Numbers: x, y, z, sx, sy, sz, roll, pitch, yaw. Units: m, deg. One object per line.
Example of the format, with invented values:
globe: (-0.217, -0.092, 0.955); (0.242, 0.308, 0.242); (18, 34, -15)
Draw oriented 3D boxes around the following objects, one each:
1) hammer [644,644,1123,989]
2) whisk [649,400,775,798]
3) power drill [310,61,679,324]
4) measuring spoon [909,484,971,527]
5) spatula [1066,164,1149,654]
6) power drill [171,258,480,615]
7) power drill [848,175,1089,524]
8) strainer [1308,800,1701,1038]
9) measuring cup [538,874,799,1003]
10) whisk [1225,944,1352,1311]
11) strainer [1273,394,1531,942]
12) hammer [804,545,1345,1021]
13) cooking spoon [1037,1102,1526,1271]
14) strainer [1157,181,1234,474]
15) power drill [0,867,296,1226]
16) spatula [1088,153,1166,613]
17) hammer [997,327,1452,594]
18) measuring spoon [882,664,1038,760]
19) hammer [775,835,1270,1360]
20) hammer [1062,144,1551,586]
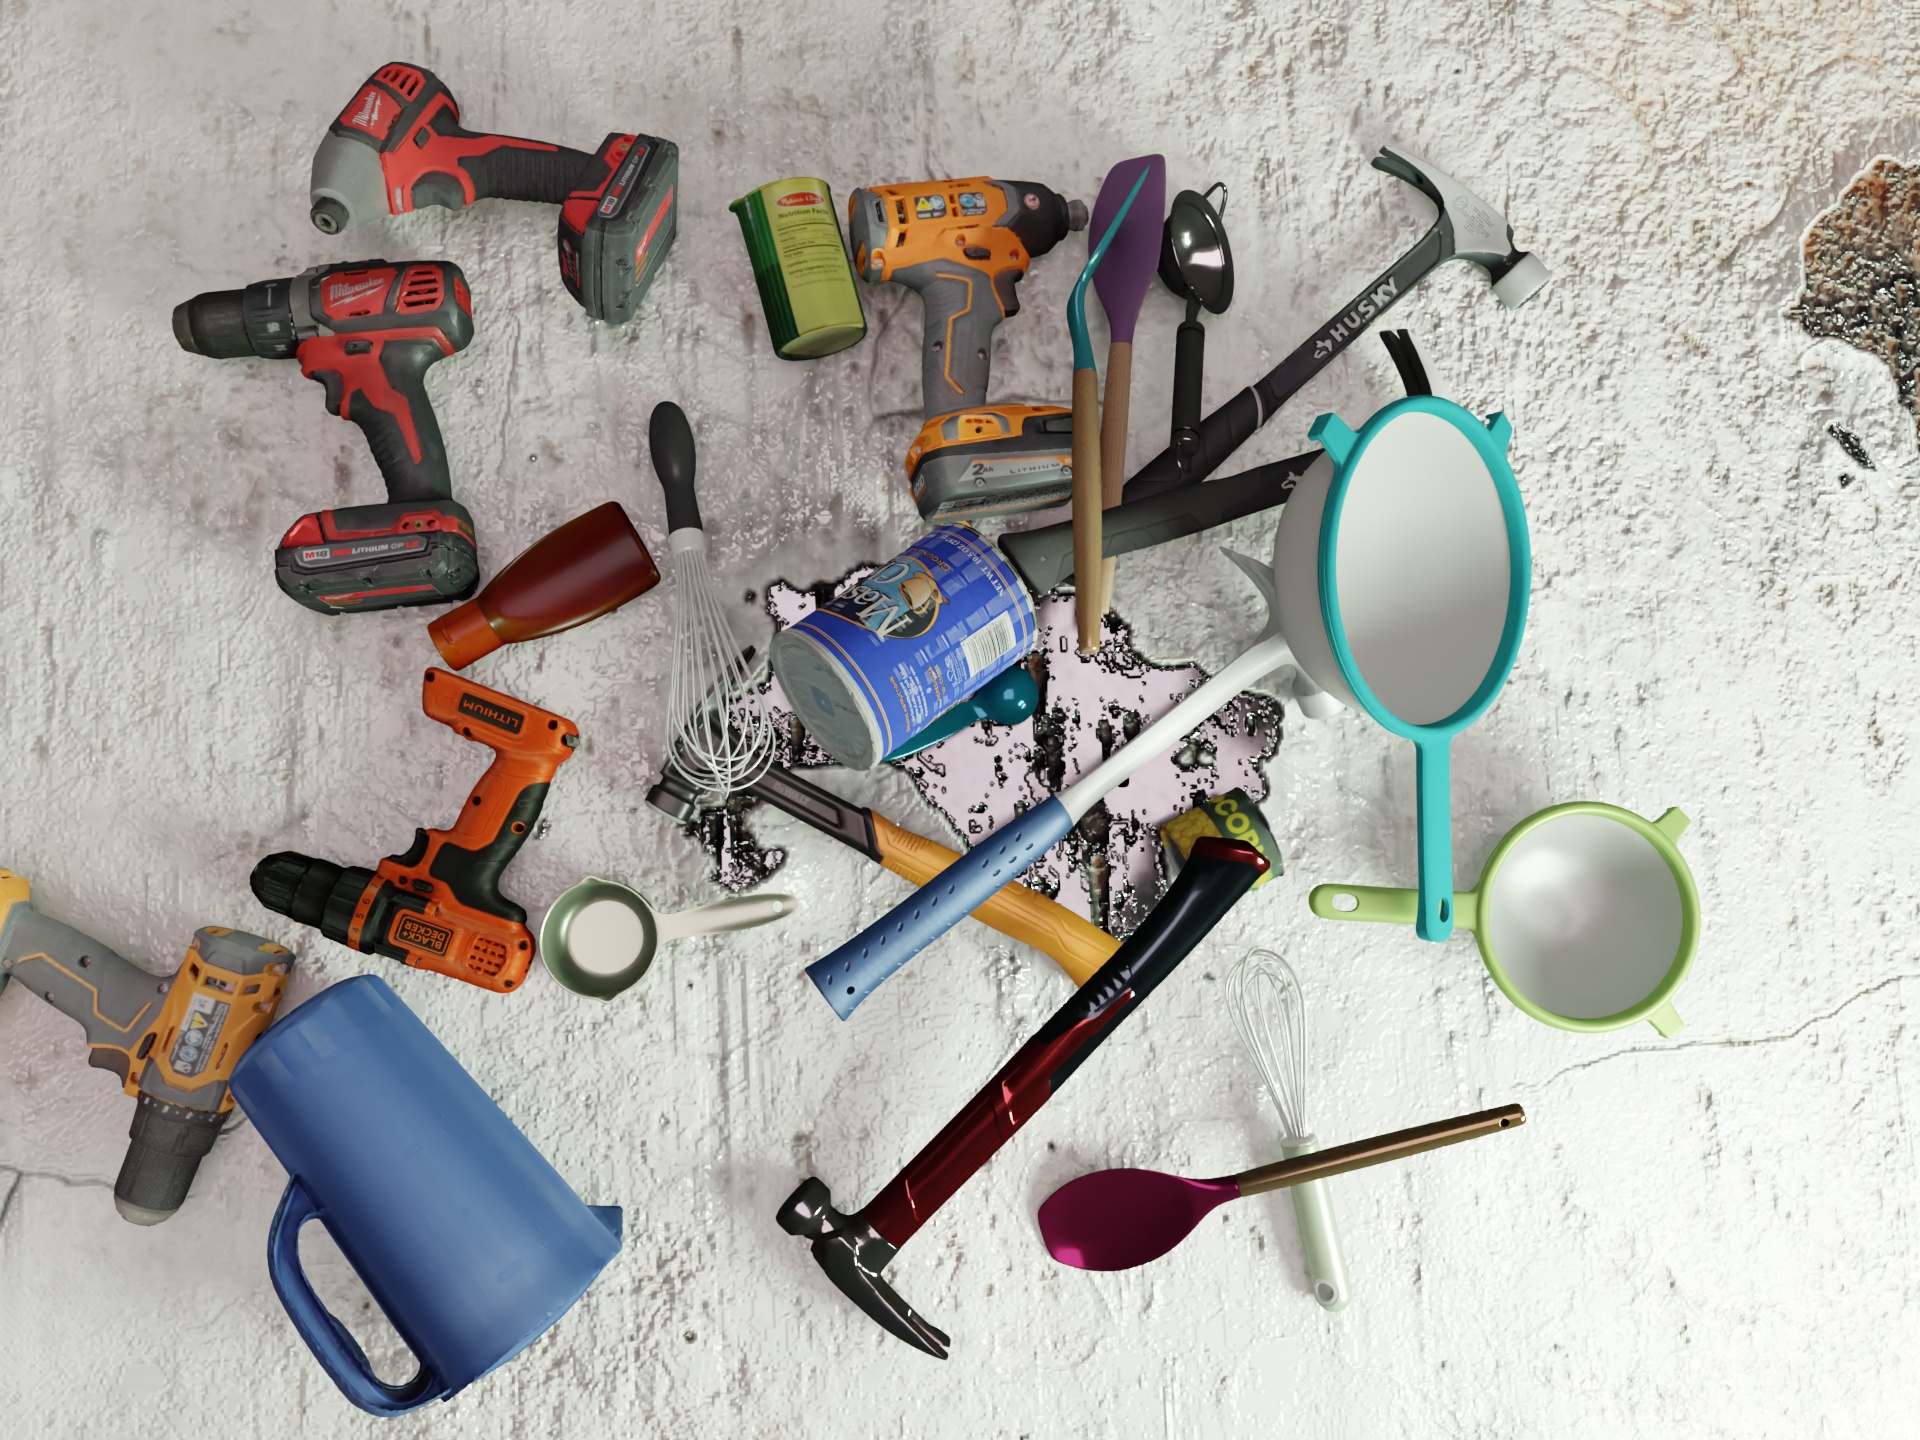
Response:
hammer: (-0.033, 0.080, 1.055); (0.337, 0.034, 0.127); (29, 85, -1)
whisk: (-0.172, -0.084, 1.031); (0.070, 0.070, 0.285); (-10, 69, -5)
power drill: (-0.305, -0.344, 1.034); (0.219, 0.078, 0.143); (17, 55, 0)
measuring spoon: (0.006, -0.119, 1.089); (0.021, 0.011, 0.117); (-42, 92, -19)
spatula: (0.089, -0.194, 0.998); (0.044, 0.082, 0.318); (4, 75, -11)
power drill: (-0.408, -0.188, 1.035); (0.188, 0.080, 0.227); (-7, 82, -5)
power drill: (0.024, -0.257, 1.066); (0.164, 0.084, 0.226); (-10, 82, -12)
strainer: (0.354, 0.126, 1.061); (0.256, 0.069, 0.151); (4, 86, -1)
measuring cup: (-0.188, 0.134, 1.039); (0.167, 0.038, 0.083); (-10, 85, -7)
whisk: (0.222, 0.270, 1.052); (0.058, 0.059, 0.246); (-13, 89, 39)
strainer: (0.268, -0.031, 1.014); (0.211, 0.095, 0.340); (-9, 99, -38)
hammer: (0.071, 0.047, 1.019); (0.405, 0.035, 0.144); (-37, 120, -10)
cooking spoon: (0.204, 0.294, 1.025); (0.319, 0.017, 0.069); (-17, 93, 10)
strainer: (0.151, -0.262, 1.058); (0.050, 0.086, 0.259); (-17, 50, 33)
power drill: (-0.554, 0.197, 0.988); (0.226, 0.084, 0.185); (20, 85, -6)
spatula: (0.104, -0.227, 1.070); (0.060, 0.018, 0.316); (0, 82, 37)
hammer: (0.182, -0.154, 1.047); (0.334, 0.035, 0.146); (-17, 105, -14)
measuring spoon: (-0.002, -0.003, 1.053); (0.128, 0.021, 0.042); (-24, 83, -23)
hammer: (0.063, 0.230, 1.011); (0.143, 0.038, 0.386); (44, 95, 0)
hammer: (0.214, -0.233, 1.101); (0.409, 0.036, 0.149); (-41, 87, -6)
